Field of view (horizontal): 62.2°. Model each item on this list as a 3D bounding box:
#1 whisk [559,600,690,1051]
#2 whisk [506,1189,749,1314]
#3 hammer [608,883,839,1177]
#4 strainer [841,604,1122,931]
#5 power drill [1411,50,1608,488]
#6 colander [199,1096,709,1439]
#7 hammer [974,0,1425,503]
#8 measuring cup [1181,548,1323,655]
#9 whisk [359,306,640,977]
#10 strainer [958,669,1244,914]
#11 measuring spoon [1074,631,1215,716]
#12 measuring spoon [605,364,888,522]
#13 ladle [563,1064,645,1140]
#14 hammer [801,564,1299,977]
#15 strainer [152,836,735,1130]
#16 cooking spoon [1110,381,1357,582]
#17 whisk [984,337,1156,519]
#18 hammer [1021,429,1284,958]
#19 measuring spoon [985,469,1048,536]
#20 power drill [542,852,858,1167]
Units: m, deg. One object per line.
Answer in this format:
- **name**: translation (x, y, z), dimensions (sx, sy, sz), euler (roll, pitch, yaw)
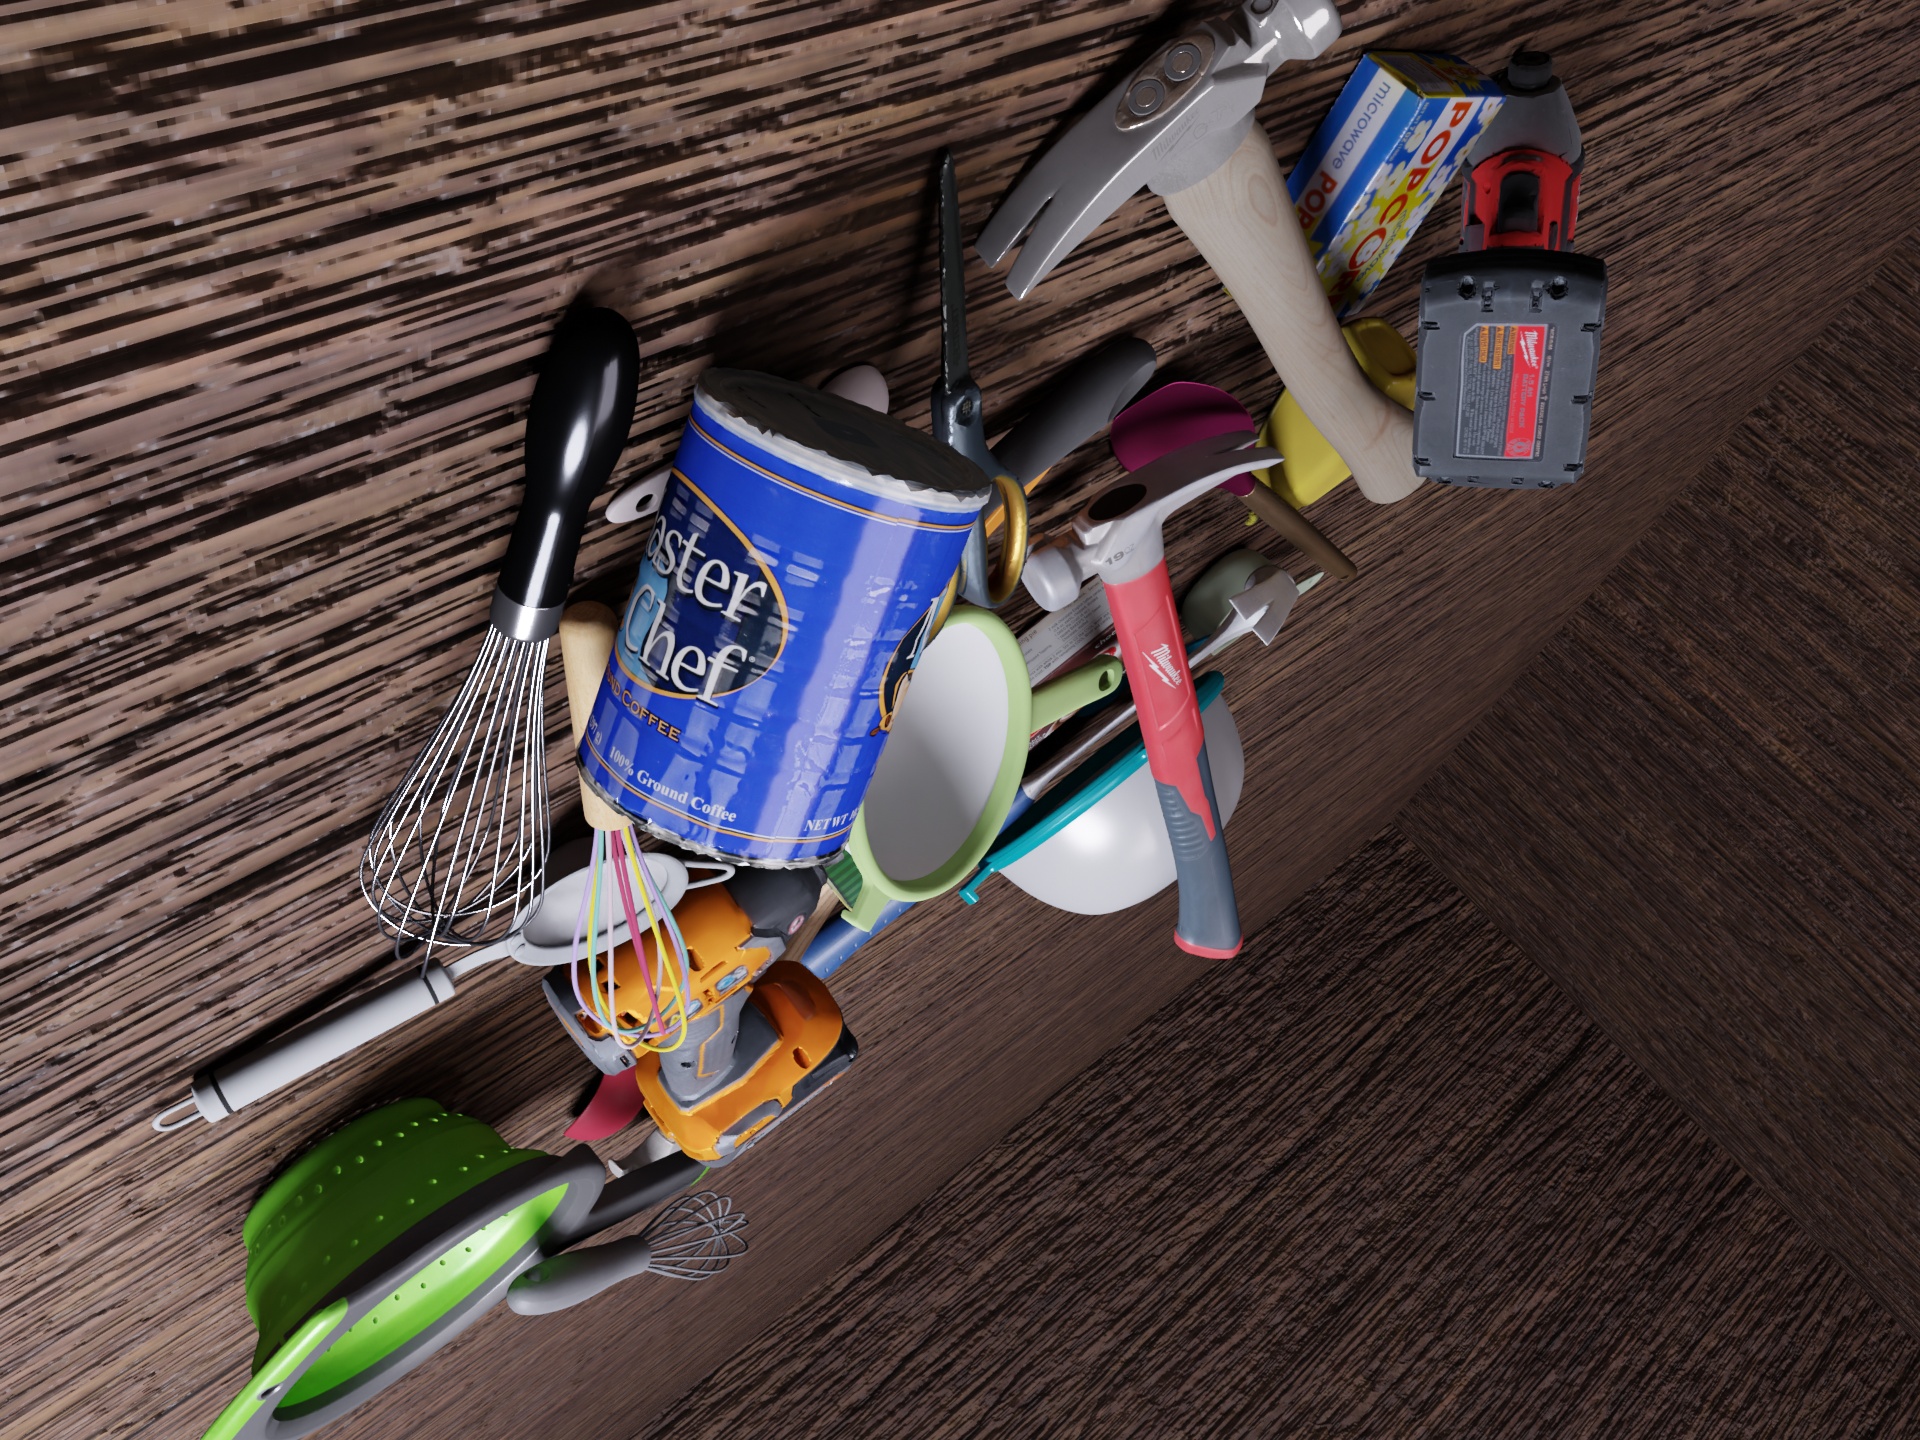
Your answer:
- **whisk**: translation (-0.137, 0.055, 0.653), dimensions (0.051, 0.047, 0.244), euler (-20, 135, -25)
- **whisk**: translation (-0.191, 0.318, 0.938), dimensions (0.055, 0.055, 0.238), euler (-46, 161, 9)
- **hammer**: translation (-0.148, 0.201, 1.051), dimensions (0.331, 0.031, 0.130), euler (-58, 173, 31)
- **strainer**: translation (-0.001, -0.003, 0.846), dimensions (0.256, 0.069, 0.151), euler (-25, 122, -52)
- **power drill**: translation (0.274, -0.226, 0.787), dimensions (0.220, 0.078, 0.143), euler (-68, 156, -43)
- **colander**: translation (-0.259, 0.260, 0.880), dimensions (0.204, 0.094, 0.397), euler (-47, 164, 15)
- **hammer**: translation (0.149, -0.171, 0.729), dimensions (0.146, 0.038, 0.410), euler (-40, 154, 13)
- **measuring cup**: translation (0.216, -0.099, 1.155), dimensions (0.167, 0.038, 0.083), euler (-24, 154, -50)
- **whisk**: translation (-0.154, -0.016, 0.541), dimensions (0.070, 0.070, 0.284), euler (-22, 148, -47)
- **strainer**: translation (0.143, 0.049, 1.138), dimensions (0.211, 0.095, 0.340), euler (-39, 178, 26)
- **measuring spoon**: translation (0.125, -0.040, 1.082), dimensions (0.128, 0.021, 0.042), euler (-24, 149, -13)
- **measuring spoon**: translation (-0.073, -0.095, 0.579), dimensions (0.124, 0.018, 0.034), euler (-32, 159, -29)
- **ladle**: translation (-0.199, 0.178, 0.929), dimensions (0.069, 0.031, 0.315), euler (-38, 161, -34)
- **hammer**: translation (0.050, 0.038, 1.025), dimensions (0.405, 0.035, 0.144), euler (-39, 179, 14)
- **strainer**: translation (-0.223, 0.107, 0.694), dimensions (0.258, 0.050, 0.086), euler (-28, 155, -24)
- **cooking spoon**: translation (0.172, -0.128, 0.918), dimensions (0.069, 0.017, 0.318), euler (-29, 154, 24)
- **whisk**: translation (-0.013, -0.081, 0.683), dimensions (0.296, 0.073, 0.073), euler (-42, 163, -23)
- **hammer**: translation (0.138, 0.011, 0.920), dimensions (0.143, 0.038, 0.385), euler (-30, 136, -9)
- **measuring spoon**: translation (0.018, -0.105, 0.768), dimensions (0.117, 0.011, 0.021), euler (-48, 170, 4)
- **power drill**: translation (-0.121, 0.148, 0.869), dimensions (0.164, 0.084, 0.226), euler (-36, 153, -16)
